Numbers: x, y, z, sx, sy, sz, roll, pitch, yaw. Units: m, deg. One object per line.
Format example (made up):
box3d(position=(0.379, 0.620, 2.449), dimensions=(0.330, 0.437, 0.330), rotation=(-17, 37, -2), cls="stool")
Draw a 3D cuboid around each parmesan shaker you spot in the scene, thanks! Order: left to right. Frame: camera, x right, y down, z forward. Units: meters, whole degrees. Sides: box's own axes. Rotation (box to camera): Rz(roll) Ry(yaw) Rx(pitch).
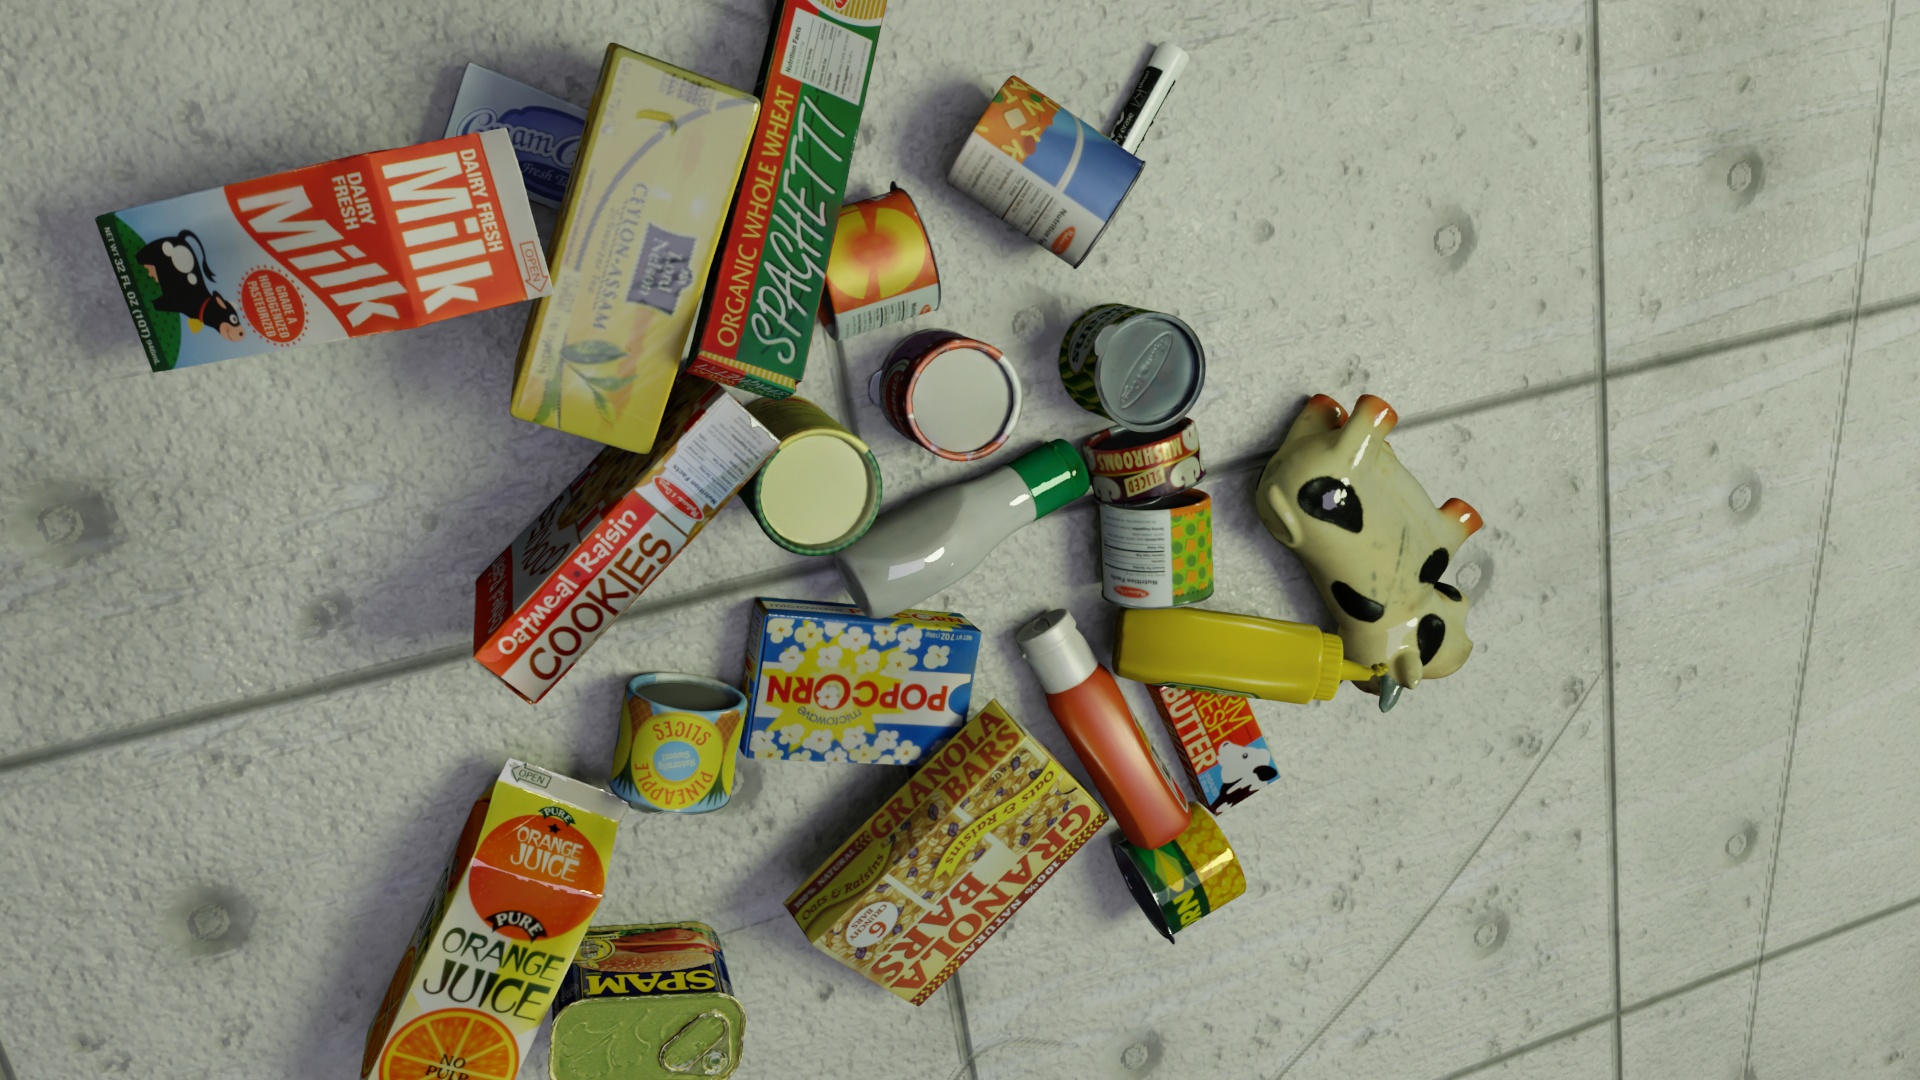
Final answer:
box3d(position=(-0.086, -0.035, 0.716), dimensions=(0.071, 0.103, 0.071), rotation=(-4, 106, -16), cls="parmesan shaker")

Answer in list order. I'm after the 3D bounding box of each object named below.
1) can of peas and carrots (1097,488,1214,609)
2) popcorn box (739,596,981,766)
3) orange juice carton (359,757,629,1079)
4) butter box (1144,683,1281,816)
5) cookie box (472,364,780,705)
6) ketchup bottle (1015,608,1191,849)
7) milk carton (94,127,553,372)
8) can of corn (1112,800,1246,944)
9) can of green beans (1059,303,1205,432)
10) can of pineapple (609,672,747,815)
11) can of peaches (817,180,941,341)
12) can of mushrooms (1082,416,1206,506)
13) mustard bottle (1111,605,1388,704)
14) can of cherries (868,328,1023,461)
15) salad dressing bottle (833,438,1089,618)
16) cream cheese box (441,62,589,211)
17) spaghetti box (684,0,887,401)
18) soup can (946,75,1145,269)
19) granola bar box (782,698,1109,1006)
box3d(position=(0.115, 0.002, 0.812), dimensions=(0.071, 0.071, 0.058), rotation=(-8, 106, -15), cls="can of peas and carrots")
box3d(position=(-0.059, 0.081, 0.790), dimensions=(0.127, 0.038, 0.085), rotation=(6, 101, -19), cls="popcorn box")
box3d(position=(-0.248, 0.211, 0.744), dimensions=(0.072, 0.073, 0.192), rotation=(24, 95, -21), cls="orange juice carton")
box3d(position=(0.159, 0.118, 0.876), dimensions=(0.053, 0.024, 0.103), rotation=(-30, 111, -9), cls="butter box")
box3d(position=(-0.168, -0.010, 0.685), dimensions=(0.167, 0.123, 0.040), rotation=(-47, 113, -2), cls="cookie box")
box3d(position=(0.084, 0.112, 0.832), dimensions=(0.043, 0.065, 0.148), rotation=(-32, 103, -2), cls="ketchup bottle")
box3d(position=(-0.265, -0.126, 0.603), dimensions=(0.190, 0.074, 0.072), rotation=(-6, 108, 20), cls="milk carton")
box3d(position=(0.138, 0.207, 0.867), dimensions=(0.058, 0.071, 0.071), rotation=(-27, 110, -10), cls="can of corn")
box3d(position=(0.096, -0.099, 0.782), dimensions=(0.071, 0.058, 0.071), rotation=(-4, 105, -16), cls="can of green beans")
box3d(position=(-0.152, 0.109, 0.750), dimensions=(0.071, 0.071, 0.057), rotation=(8, 101, -19), cls="can of pineapple")
box3d(position=(-0.050, -0.145, 0.721), dimensions=(0.058, 0.071, 0.071), rotation=(-20, 109, -11), cls="can of peaches")
box3d(position=(0.105, -0.046, 0.792), dimensions=(0.071, 0.071, 0.033), rotation=(-18, 107, -12), cls="can of mushrooms")
box3d(position=(0.170, 0.068, 0.814), dimensions=(0.160, 0.065, 0.049), rotation=(8, 86, 4), cls="mustard bottle")
box3d(position=(-0.008, -0.079, 0.754), dimensions=(0.071, 0.058, 0.071), rotation=(-5, 105, -17), cls="can of cherries")
box3d(position=(0.003, -0.010, 0.776), dimensions=(0.148, 0.064, 0.043), rotation=(-28, 121, -17), cls="salad dressing bottle")
box3d(position=(-0.199, -0.190, 0.684), dimensions=(0.104, 0.024, 0.053), rotation=(17, 97, -21), cls="cream cheese box")
box3d(position=(-0.078, -0.186, 0.661), dimensions=(0.050, 0.028, 0.251), rotation=(17, 70, -20), cls="spaghetti box")
box3d(position=(0.046, -0.195, 0.729), dimensions=(0.084, 0.071, 0.071), rotation=(33, 93, -5), cls="soup can")
box3d(position=(-0.003, 0.186, 0.809), dimensions=(0.165, 0.039, 0.124), rotation=(-44, 136, -3), cls="granola bar box")
